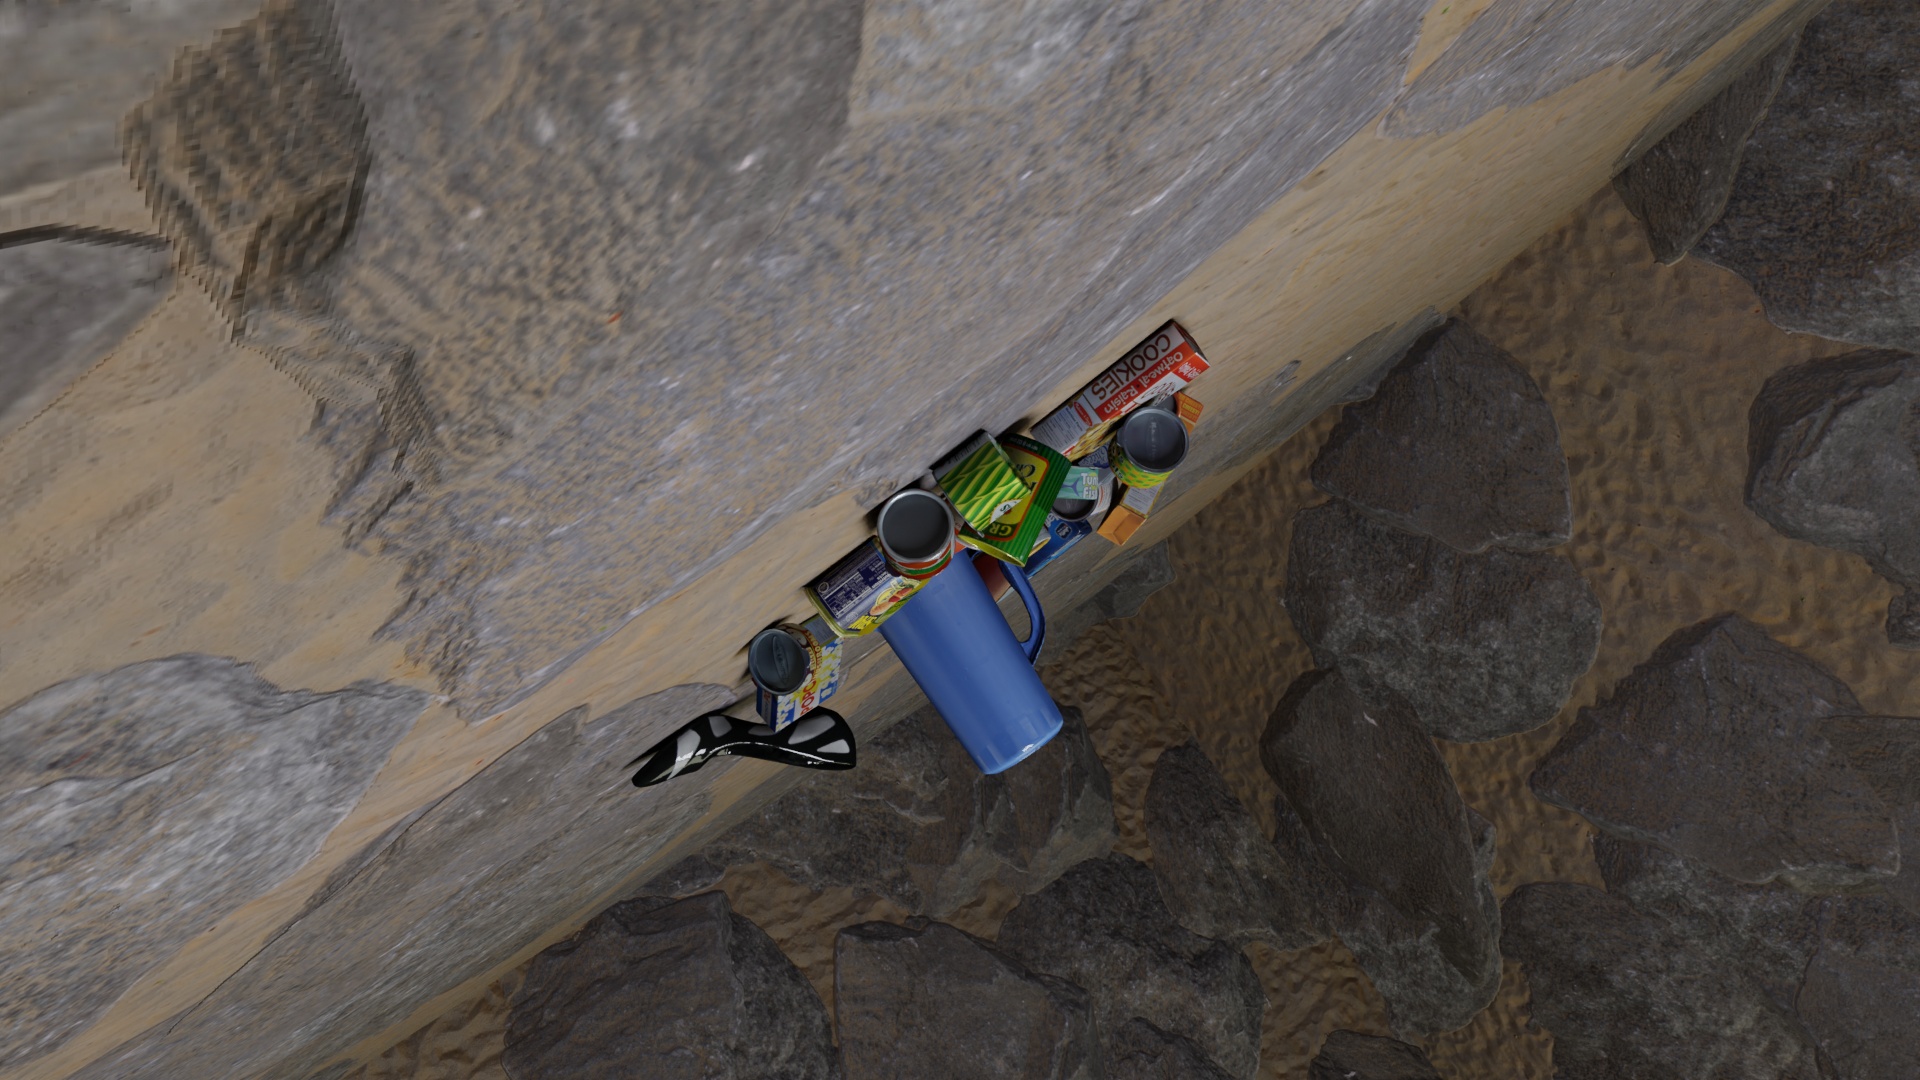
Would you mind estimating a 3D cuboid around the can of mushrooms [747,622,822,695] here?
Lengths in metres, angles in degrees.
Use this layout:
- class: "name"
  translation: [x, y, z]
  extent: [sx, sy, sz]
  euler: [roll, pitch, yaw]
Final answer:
- class: "can of mushrooms"
  translation: [-0.168, 0.115, 1.347]
  extent: [0.071, 0.071, 0.033]
  euler: [-39, 171, 24]

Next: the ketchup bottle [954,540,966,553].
- class: "ketchup bottle"
  translation: [0.005, -0.017, 1.389]
  extent: [0.149, 0.043, 0.064]
  euler: [-29, 176, -35]

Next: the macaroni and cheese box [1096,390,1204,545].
- class: "macaroni and cheese box"
  translation: [0.231, -0.086, 1.693]
  extent: [0.167, 0.040, 0.123]
  euler: [-60, 179, -17]

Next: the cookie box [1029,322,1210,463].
- class: "cookie box"
  translation: [0.155, -0.138, 1.327]
  extent: [0.167, 0.040, 0.123]
  euler: [-37, 172, 14]

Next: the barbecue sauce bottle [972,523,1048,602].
- class: "barbecue sauce bottle"
  translation: [0.052, 0.028, 1.786]
  extent: [0.148, 0.065, 0.044]
  euler: [-47, -171, 18]

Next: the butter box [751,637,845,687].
- class: "butter box"
  translation: [-0.180, 0.132, 1.548]
  extent: [0.104, 0.024, 0.053]
  euler: [-29, 169, -39]

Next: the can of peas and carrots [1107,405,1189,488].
- class: "can of peas and carrots"
  translation: [0.176, -0.088, 1.323]
  extent: [0.071, 0.071, 0.058]
  euler: [-33, 173, -14]

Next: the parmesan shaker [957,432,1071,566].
- class: "parmesan shaker"
  translation: [0.046, -0.038, 1.239]
  extent: [0.071, 0.071, 0.103]
  euler: [70, 45, -81]

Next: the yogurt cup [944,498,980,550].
- class: "yogurt cup"
  translation: [0.022, -0.033, 1.307]
  extent: [0.073, 0.072, 0.053]
  euler: [-27, 160, -44]

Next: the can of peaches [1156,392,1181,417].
- class: "can of peaches"
  translation: [0.190, -0.132, 1.422]
  extent: [0.071, 0.071, 0.058]
  euler: [-35, 171, -6]

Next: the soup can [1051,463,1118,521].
- class: "soup can"
  translation: [0.140, -0.060, 1.631]
  extent: [0.071, 0.071, 0.084]
  euler: [-39, 172, 22]

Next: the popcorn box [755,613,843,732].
- class: "popcorn box"
  translation: [-0.172, 0.141, 1.472]
  extent: [0.085, 0.038, 0.126]
  euler: [-31, 154, -29]

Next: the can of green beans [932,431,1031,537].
- class: "can of green beans"
  translation: [0.019, -0.050, 1.179]
  extent: [0.058, 0.071, 0.071]
  euler: [-37, 172, 7]

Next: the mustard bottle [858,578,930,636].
- class: "mustard bottle"
  translation: [-0.089, 0.061, 1.429]
  extent: [0.065, 0.049, 0.159]
  euler: [-25, 166, -46]

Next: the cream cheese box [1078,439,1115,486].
- class: "cream cheese box"
  translation: [0.165, -0.105, 1.509]
  extent: [0.024, 0.053, 0.103]
  euler: [-27, 168, -37]

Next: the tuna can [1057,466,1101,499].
- class: "tuna can"
  translation: [0.107, -0.059, 1.387]
  extent: [0.071, 0.033, 0.071]
  euler: [2, -177, 0]

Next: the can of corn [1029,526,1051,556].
- class: "can of corn"
  translation: [0.062, -0.007, 1.626]
  extent: [0.071, 0.058, 0.071]
  euler: [-35, 171, -6]

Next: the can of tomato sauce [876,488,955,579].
- class: "can of tomato sauce"
  translation: [-0.039, -0.004, 1.204]
  extent: [0.071, 0.071, 0.083]
  euler: [-35, 171, -6]
